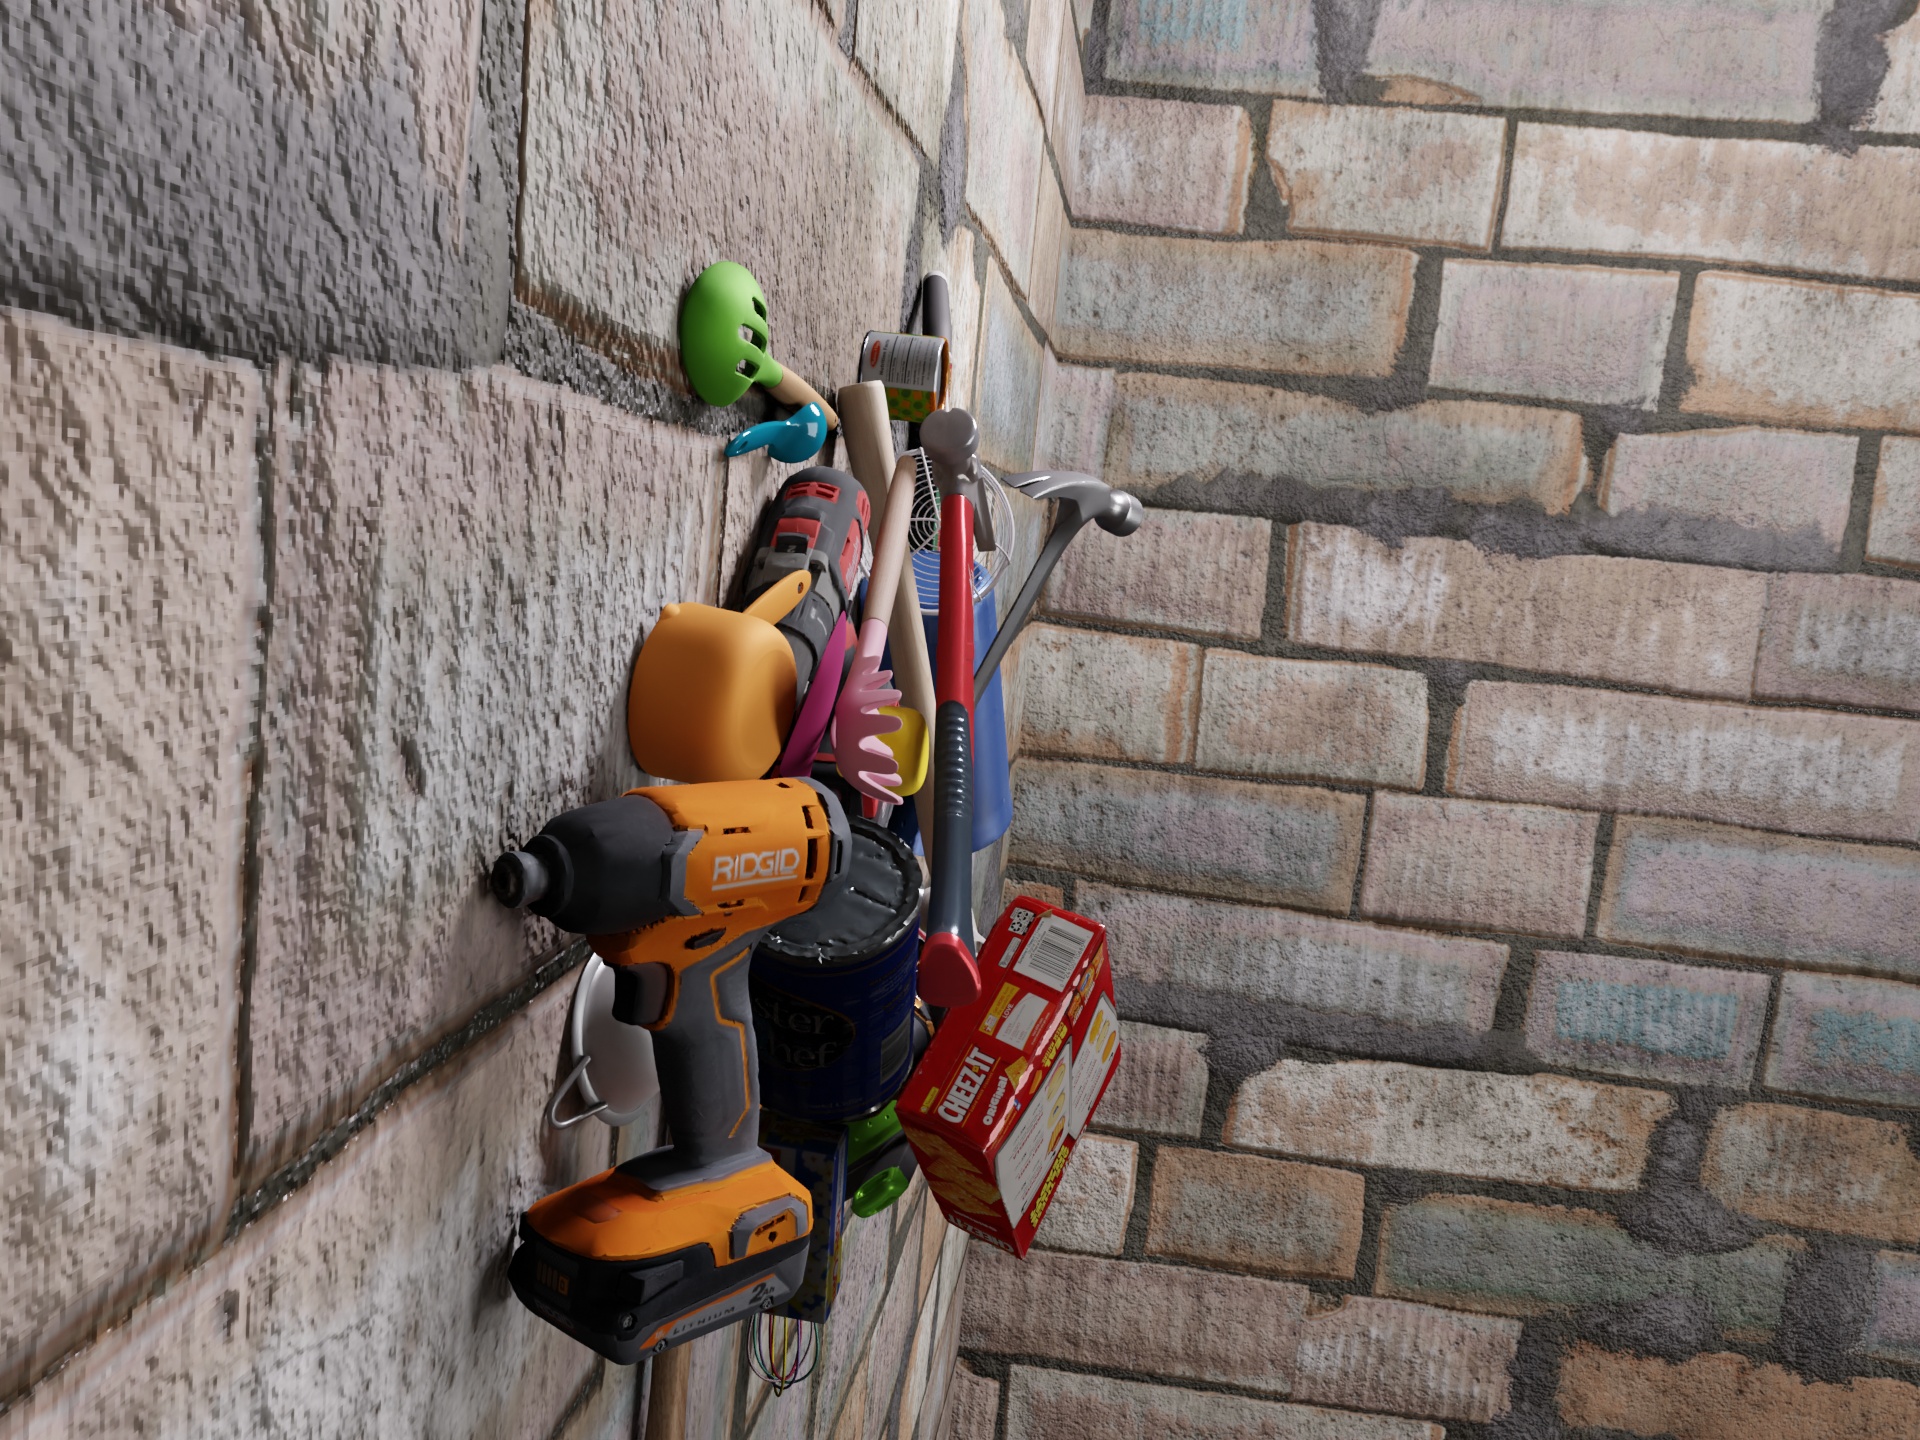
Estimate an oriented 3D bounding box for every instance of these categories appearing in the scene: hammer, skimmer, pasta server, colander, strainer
[{"bbox_3d":[0.000,-0.010,1.230,0.144,0.035,0.405,13,110,-53],"label":"hammer"},{"bbox_3d":[-0.031,-0.031,1.116,0.146,0.038,0.410,-161,-120,-73],"label":"hammer"},{"bbox_3d":[-0.002,-0.003,1.000,0.143,0.038,0.387,75,13,-59],"label":"hammer"},{"bbox_3d":[-0.024,-0.239,1.303,0.364,0.127,0.090,-92,-166,-44],"label":"skimmer"},{"bbox_3d":[-0.039,-0.068,0.918,0.316,0.040,0.060,-83,176,-51],"label":"pasta server"},{"bbox_3d":[-0.062,0.284,1.180,0.094,0.204,0.397,55,0,6],"label":"colander"},{"bbox_3d":[-0.143,0.114,0.800,0.259,0.050,0.086,-78,157,-63],"label":"strainer"},{"bbox_3d":[-0.158,0.314,0.883,0.130,0.031,0.331,-27,123,-83],"label":"hammer"}]

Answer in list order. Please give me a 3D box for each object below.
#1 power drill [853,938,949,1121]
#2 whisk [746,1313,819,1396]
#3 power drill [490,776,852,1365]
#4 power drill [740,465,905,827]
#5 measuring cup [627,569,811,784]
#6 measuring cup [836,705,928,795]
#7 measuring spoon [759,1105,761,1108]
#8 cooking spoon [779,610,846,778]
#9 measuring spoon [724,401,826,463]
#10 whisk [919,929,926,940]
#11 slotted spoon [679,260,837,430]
[{"bbox_3d":[-0.069,0.179,1.083,0.084,0.185,0.226,-51,163,8],"label":"power drill"},{"bbox_3d":[-0.127,0.376,1.166,0.047,0.051,0.245,-16,109,-77],"label":"whisk"},{"bbox_3d":[-0.127,0.138,0.662,0.164,0.084,0.226,-1,98,-50],"label":"power drill"},{"bbox_3d":[-0.090,-0.016,0.969,0.226,0.080,0.188,85,13,-47],"label":"power drill"},{"bbox_3d":[-0.098,-0.031,0.800,0.174,0.052,0.095,-51,147,-50],"label":"measuring cup"},{"bbox_3d":[-0.044,0.021,0.943,0.156,0.029,0.062,-10,102,-81],"label":"measuring cup"},{"bbox_3d":[-0.143,0.258,1.067,0.117,0.011,0.021,-52,148,-71],"label":"measuring spoon"},{"bbox_3d":[-0.097,0.053,0.884,0.318,0.017,0.069,112,-2,-50],"label":"cooking spoon"},{"bbox_3d":[-0.102,-0.155,0.896,0.042,0.021,0.128,-47,-179,20],"label":"measuring spoon"},{"bbox_3d":[-0.044,0.153,1.240,0.295,0.073,0.073,55,35,-42],"label":"whisk"},{"bbox_3d":[-0.102,-0.194,0.902,0.314,0.031,0.070,-21,124,-84],"label":"slotted spoon"}]
